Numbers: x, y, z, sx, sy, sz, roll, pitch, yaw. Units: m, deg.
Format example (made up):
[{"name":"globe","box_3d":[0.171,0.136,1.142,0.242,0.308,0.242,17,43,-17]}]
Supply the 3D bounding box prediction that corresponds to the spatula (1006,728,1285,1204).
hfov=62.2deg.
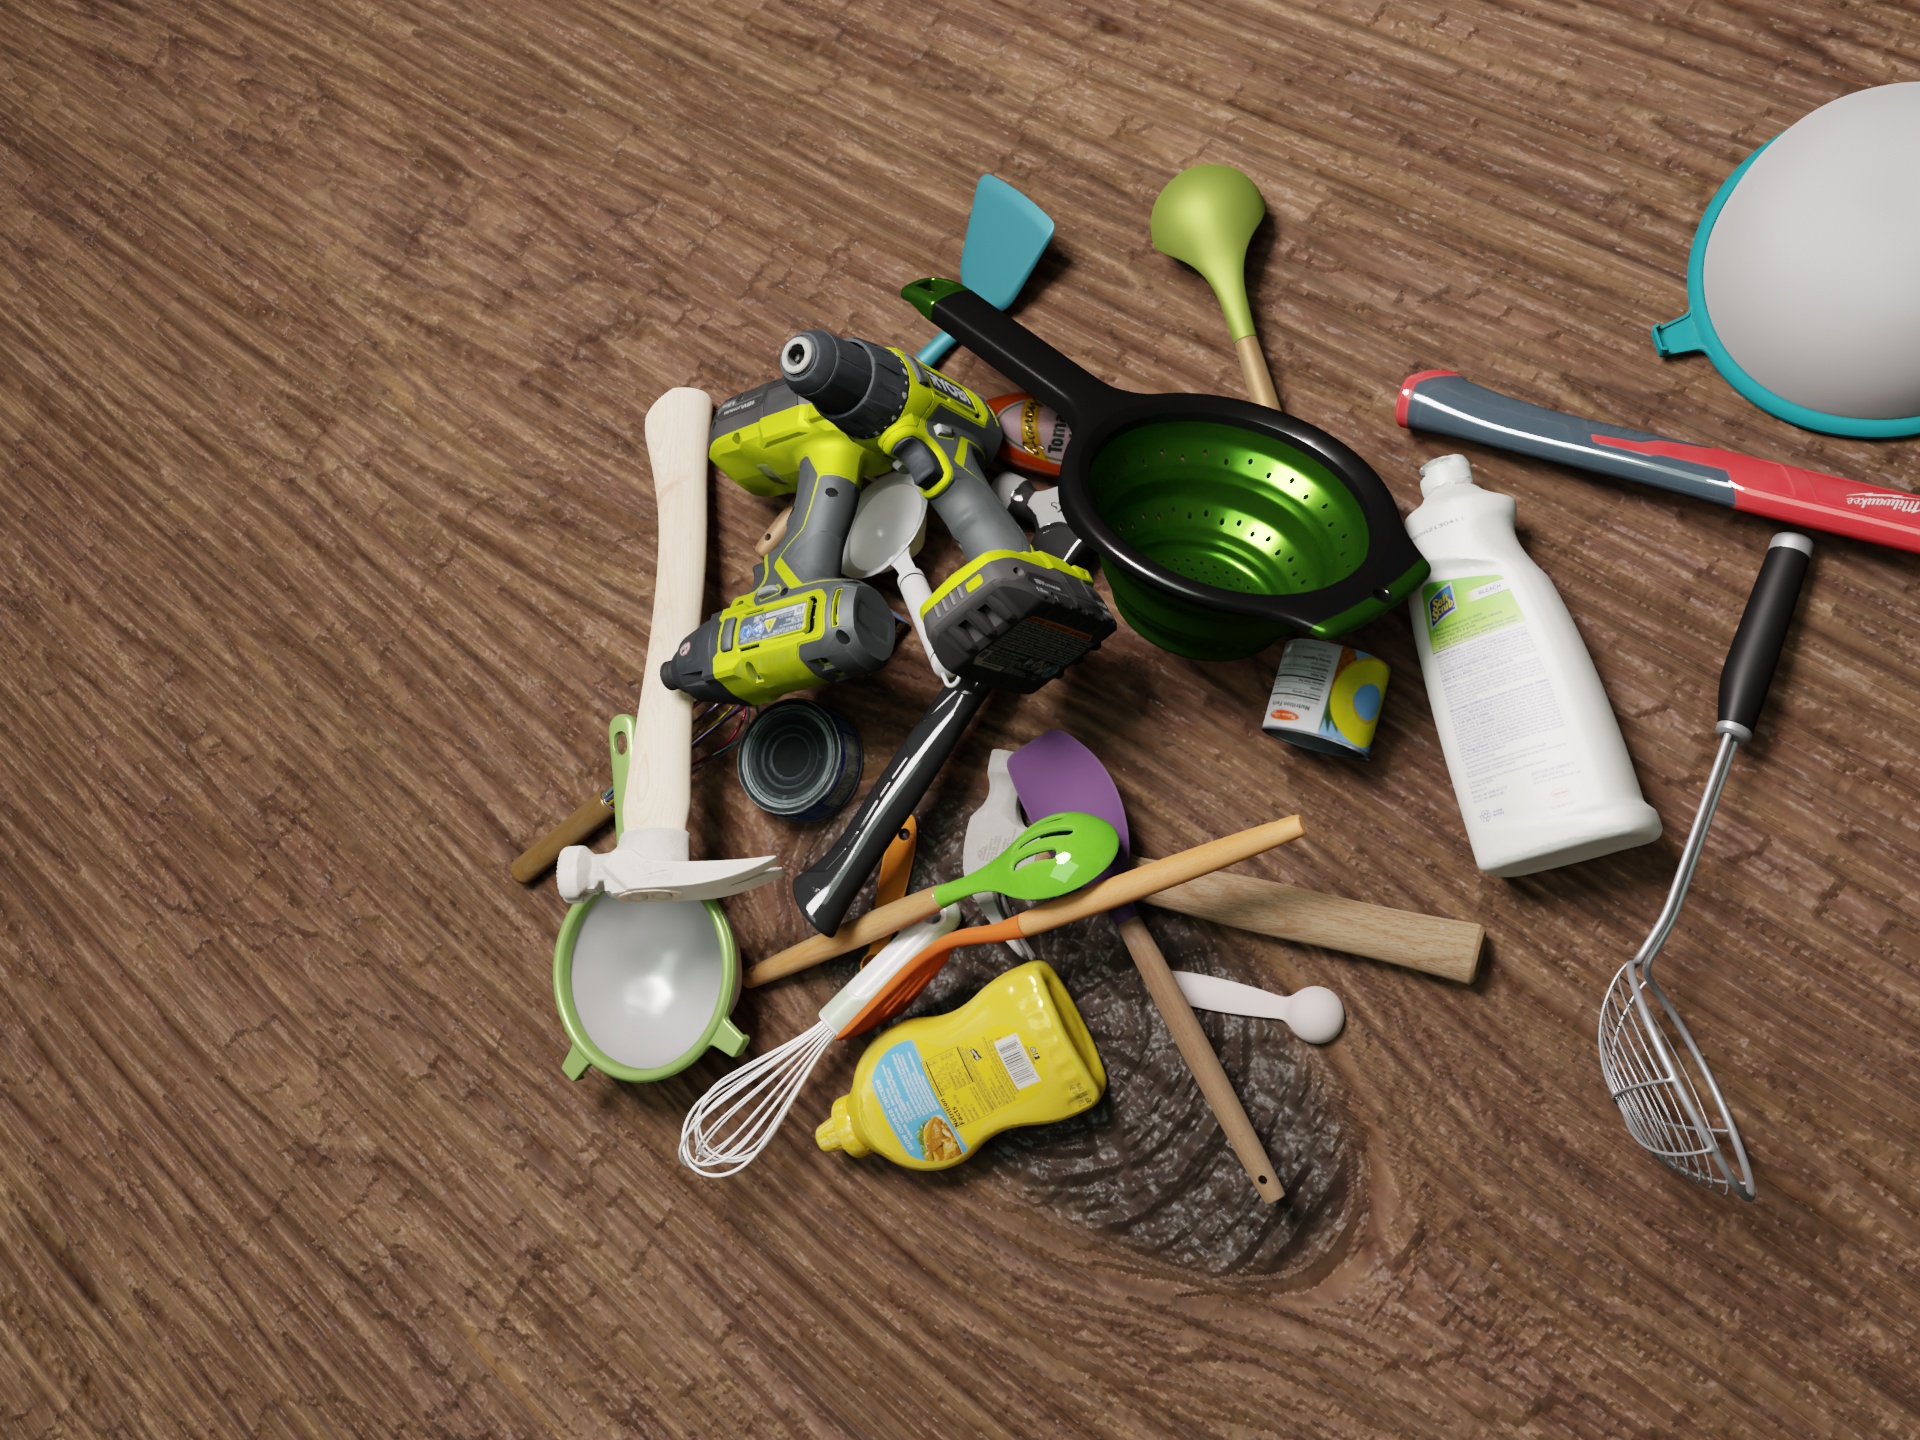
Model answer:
[{"name":"spatula","box_3d":[0.117,0.144,0.971,0.060,0.018,0.316,-32,70,14]}]

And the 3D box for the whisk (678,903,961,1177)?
[{"name":"whisk","box_3d":[-0.091,0.207,1.051,0.246,0.059,0.058,-44,53,-5]}]

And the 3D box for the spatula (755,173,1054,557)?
[{"name":"spatula","box_3d":[-0.050,-0.244,1.150,0.317,0.044,0.082,-49,61,8]}]

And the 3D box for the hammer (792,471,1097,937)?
[{"name":"hammer","box_3d":[-0.002,-0.003,1.049,0.146,0.035,0.335,30,82,31]}]

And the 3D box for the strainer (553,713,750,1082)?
[{"name":"strainer","box_3d":[-0.213,0.123,1.123,0.151,0.069,0.256,-14,75,24]}]

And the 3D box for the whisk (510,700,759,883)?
[{"name":"whisk","box_3d":[-0.242,0.047,1.176,0.245,0.051,0.047,-37,46,16]}]

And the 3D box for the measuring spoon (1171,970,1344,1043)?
[{"name":"measuring spoon","box_3d":[0.172,0.172,0.976,0.124,0.018,0.034,8,82,25]}]

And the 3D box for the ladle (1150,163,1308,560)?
[{"name":"ladle","box_3d":[0.196,-0.222,1.046,0.078,0.062,0.320,-17,79,12]}]

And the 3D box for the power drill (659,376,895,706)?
[{"name":"power drill","box_3d":[-0.121,-0.119,1.075,0.171,0.080,0.223,-12,58,29]}]

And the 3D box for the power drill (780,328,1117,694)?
[{"name":"power drill","box_3d":[-0.012,-0.137,0.979,0.080,0.190,0.229,-38,65,22]}]

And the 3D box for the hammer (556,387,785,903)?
[{"name":"hammer","box_3d":[-0.193,-0.067,1.130,0.146,0.038,0.411,-3,62,4]}]

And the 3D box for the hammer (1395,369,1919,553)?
[{"name":"hammer","box_3d":[0.426,-0.127,0.897,0.386,0.038,0.143,22,59,29]}]

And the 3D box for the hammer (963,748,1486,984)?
[{"name":"hammer","box_3d":[0.153,0.111,0.990,0.331,0.031,0.130,11,83,25]}]

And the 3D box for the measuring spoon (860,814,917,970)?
[{"name":"measuring spoon","box_3d":[-0.047,0.121,1.089,0.021,0.011,0.117,11,80,9]}]

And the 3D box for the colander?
[{"name":"colander","box_3d":[0.099,-0.151,0.999,0.204,0.094,0.397,-30,58,-33]}]

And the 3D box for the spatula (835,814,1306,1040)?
[{"name":"spatula","box_3d":[0.063,0.126,0.967,0.322,0.081,0.041,-24,81,25]}]

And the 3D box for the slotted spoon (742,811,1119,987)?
[{"name":"slotted spoon","box_3d":[-0.033,0.124,1.032,0.314,0.031,0.070,-26,29,32]}]

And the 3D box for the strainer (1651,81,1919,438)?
[{"name":"strainer","box_3d":[0.550,-0.326,0.878,0.211,0.095,0.340,30,93,26]}]

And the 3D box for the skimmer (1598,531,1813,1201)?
[{"name":"skimmer","box_3d":[0.426,0.067,0.849,0.090,0.127,0.363,13,75,43]}]

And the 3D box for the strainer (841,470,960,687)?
[{"name":"strainer","box_3d":[-0.034,-0.095,1.069,0.087,0.050,0.259,-43,36,16]}]
